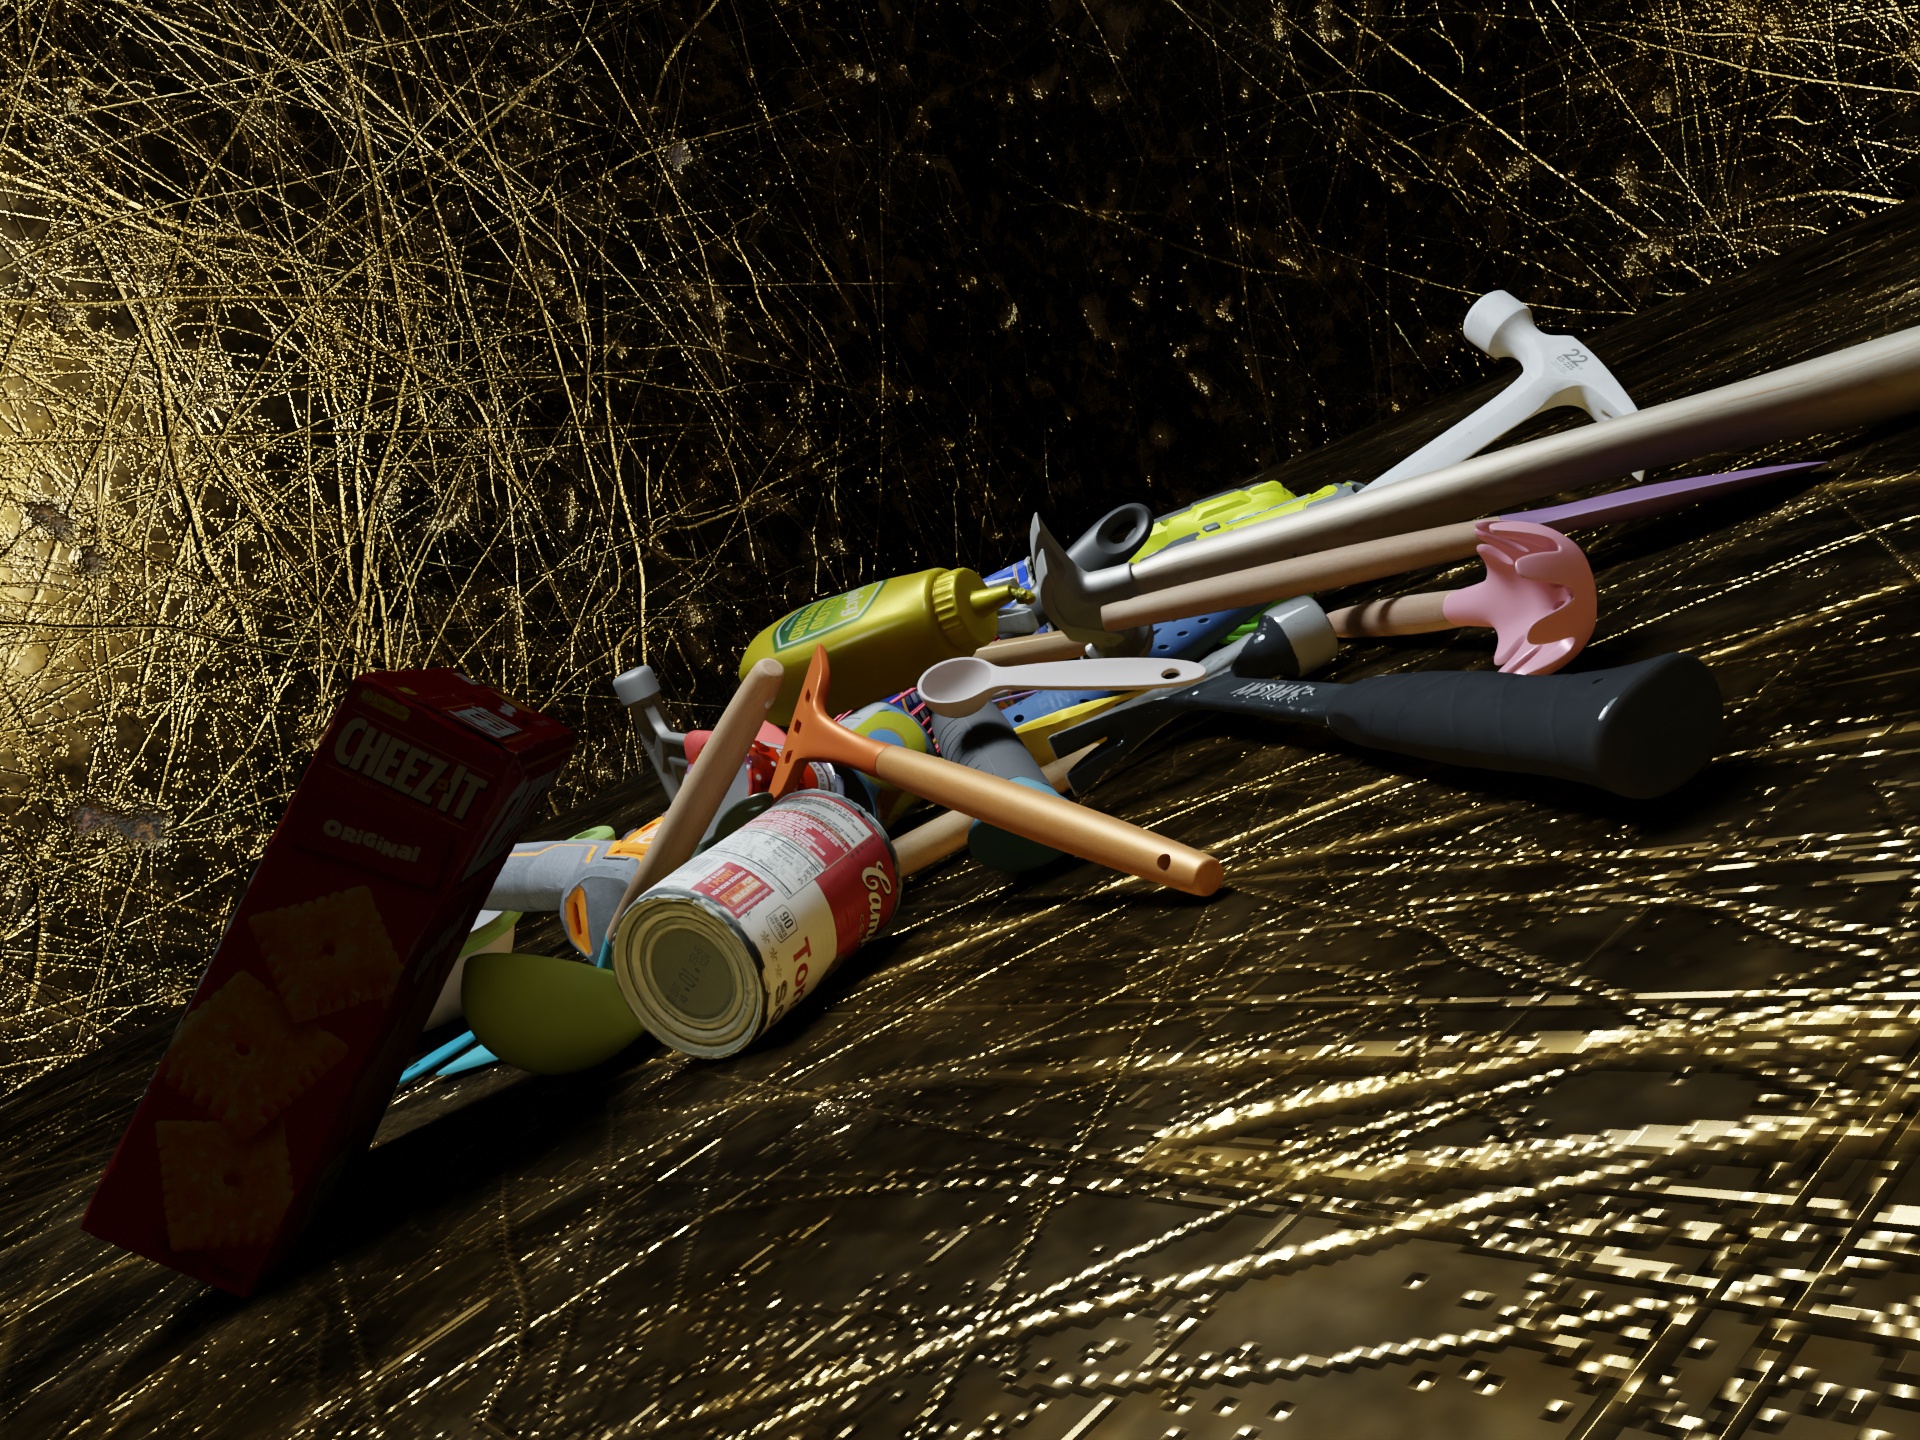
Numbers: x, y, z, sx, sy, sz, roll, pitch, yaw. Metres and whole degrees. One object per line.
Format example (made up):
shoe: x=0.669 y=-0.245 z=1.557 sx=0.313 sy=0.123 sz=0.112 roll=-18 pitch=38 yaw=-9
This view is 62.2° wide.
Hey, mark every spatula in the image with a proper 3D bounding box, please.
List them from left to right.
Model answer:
spatula: x=-0.151 y=0.075 z=0.712 sx=0.082 sy=0.044 sz=0.317 roll=-28 pitch=-21 yaw=-49
spatula: x=-0.007 y=0.023 z=0.620 sx=0.041 sy=0.081 sz=0.323 roll=19 pitch=-1 yaw=-35
spatula: x=0.218 y=-0.079 z=0.715 sx=0.316 sy=0.018 sz=0.060 roll=-12 pitch=1 yaw=13

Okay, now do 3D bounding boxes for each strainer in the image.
strainer: x=-0.309 y=0.136 z=1.014 sx=0.151 sy=0.069 sz=0.256 roll=1 pitch=16 yaw=32

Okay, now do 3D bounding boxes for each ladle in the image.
ladle: x=-0.064 y=0.067 z=0.706 sx=0.320 sy=0.062 sz=0.078 roll=-25 pitch=-9 yaw=-28

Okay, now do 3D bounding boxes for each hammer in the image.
hammer: x=-0.164 y=0.032 z=1.065 sx=0.036 sy=0.149 sz=0.359 roll=-28 pitch=10 yaw=-18
hammer: x=-0.001 y=-0.002 z=0.762 sx=0.128 sy=0.033 sz=0.331 roll=-28 pitch=20 yaw=-1
hammer: x=0.193 y=-0.092 z=0.881 sx=0.405 sy=0.144 sz=0.035 roll=-34 pitch=-34 yaw=-7
hammer: x=0.135 y=-0.005 z=0.577 sx=0.149 sy=0.036 sz=0.409 roll=-28 pitch=6 yaw=-6
hammer: x=0.235 y=-0.110 z=0.736 sx=0.410 sy=0.038 sz=0.146 roll=-15 pitch=-20 yaw=16

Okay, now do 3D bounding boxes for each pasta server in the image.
pasta server: x=0.197 y=-0.046 z=0.684 sx=0.040 sy=0.060 sz=0.316 roll=-9 pitch=2 yaw=-2

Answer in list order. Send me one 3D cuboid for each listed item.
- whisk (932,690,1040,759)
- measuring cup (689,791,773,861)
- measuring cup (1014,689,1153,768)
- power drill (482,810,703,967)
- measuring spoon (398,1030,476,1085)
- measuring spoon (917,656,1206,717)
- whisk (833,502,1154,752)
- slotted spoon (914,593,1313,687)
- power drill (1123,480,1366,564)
whisk: x=0.062 y=-0.018 z=0.988 sx=0.047 sy=0.051 sz=0.245 roll=-28 pitch=0 yaw=43
measuring cup: x=-0.102 y=0.069 z=0.735 sx=0.083 sy=0.038 sz=0.167 roll=-15 pitch=-12 yaw=-20
measuring cup: x=0.101 y=-0.003 z=0.804 sx=0.156 sy=0.029 sz=0.062 roll=-16 pitch=4 yaw=8
power drill: x=-0.228 y=0.079 z=0.902 sx=0.226 sy=0.084 sz=0.164 roll=2 pitch=15 yaw=20
measuring spoon: x=-0.268 y=0.162 z=0.863 sx=0.042 sy=0.021 sz=0.128 roll=-23 pitch=5 yaw=24
measuring spoon: x=0.043 y=-0.013 z=0.680 sx=0.124 sy=0.018 sz=0.034 roll=-2 pitch=36 yaw=13
whisk: x=0.009 y=-0.038 z=0.988 sx=0.296 sy=0.073 sz=0.073 roll=-41 pitch=8 yaw=-8
slotted spoon: x=0.057 y=-0.043 z=0.935 sx=0.314 sy=0.031 sz=0.070 roll=-10 pitch=-18 yaw=0
power drill: x=0.176 y=-0.108 z=1.063 sx=0.171 sy=0.080 sz=0.223 roll=-18 pitch=6 yaw=5
